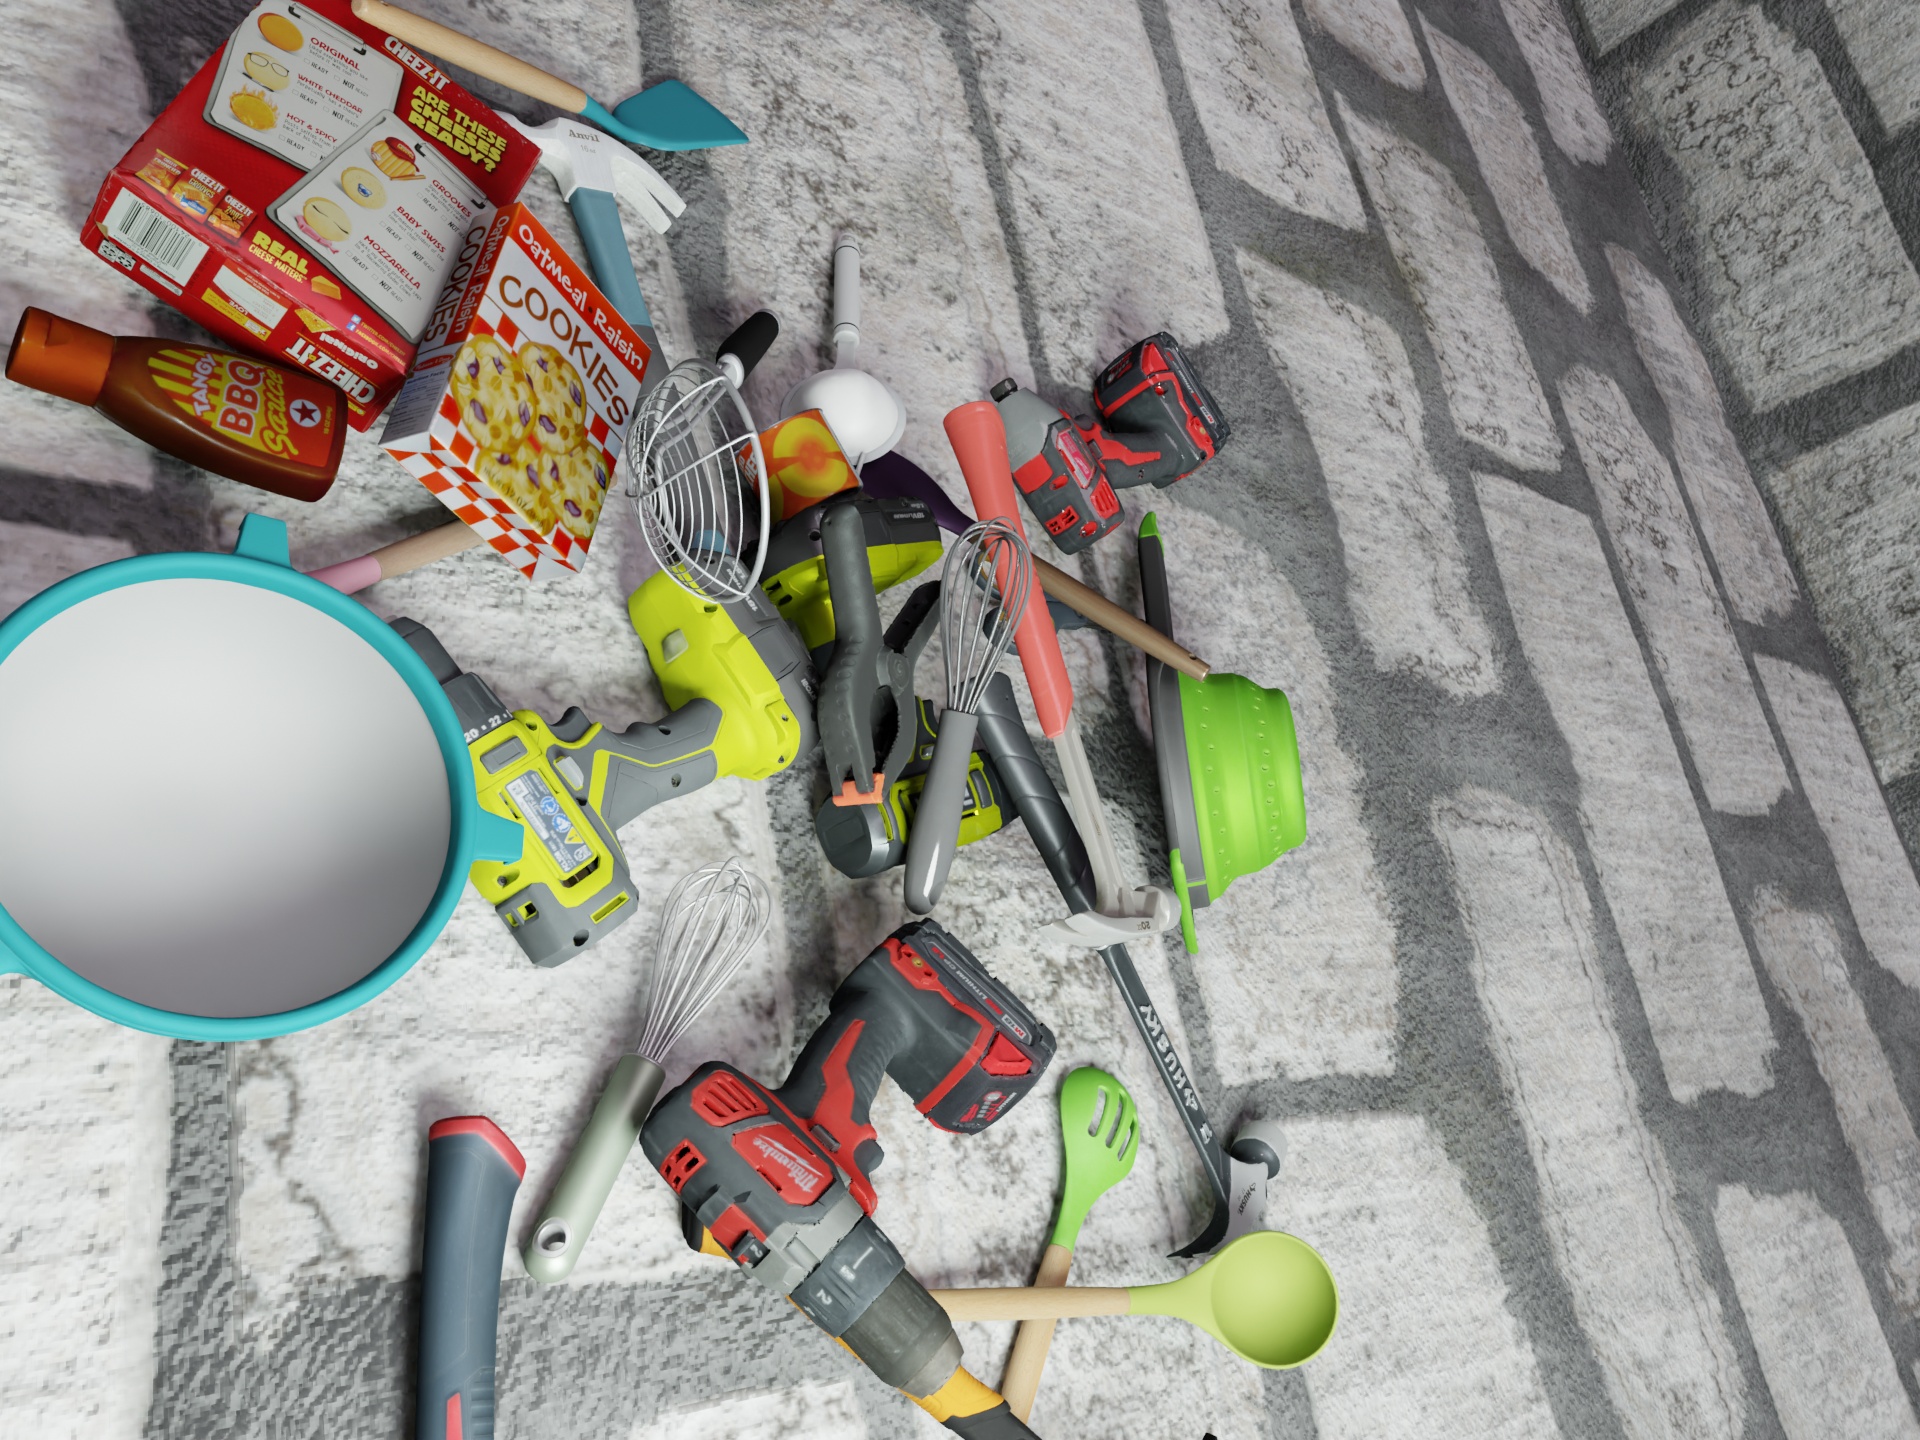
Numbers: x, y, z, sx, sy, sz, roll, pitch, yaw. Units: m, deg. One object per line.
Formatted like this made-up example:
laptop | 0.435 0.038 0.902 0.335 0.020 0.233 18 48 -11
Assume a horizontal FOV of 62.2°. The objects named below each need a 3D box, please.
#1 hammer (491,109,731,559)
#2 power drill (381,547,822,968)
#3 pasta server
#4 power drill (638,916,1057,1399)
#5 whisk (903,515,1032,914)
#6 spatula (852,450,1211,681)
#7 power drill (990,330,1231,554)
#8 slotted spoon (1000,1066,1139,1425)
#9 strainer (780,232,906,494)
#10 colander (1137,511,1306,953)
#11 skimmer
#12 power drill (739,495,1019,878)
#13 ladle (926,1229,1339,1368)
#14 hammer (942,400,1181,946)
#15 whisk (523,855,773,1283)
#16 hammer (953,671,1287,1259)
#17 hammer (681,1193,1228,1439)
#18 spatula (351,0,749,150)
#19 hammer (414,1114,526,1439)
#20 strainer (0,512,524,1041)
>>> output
hammer | -0.204 -0.233 1.005 0.128 0.033 0.331 -7 73 -44
power drill | -0.193 -0.003 0.855 0.228 0.080 0.190 -38 97 -45
pasta server | -0.294 -0.085 0.843 0.060 0.040 0.316 57 38 -3
power drill | -0.036 0.220 0.825 0.188 0.080 0.227 43 33 9
whisk | -0.001 -0.003 0.932 0.055 0.055 0.239 12 89 -39
spatula | 0.032 -0.114 1.074 0.316 0.018 0.060 33 43 13
power drill | 0.114 -0.231 1.279 0.220 0.078 0.143 -35 93 -45
slotted spoon | 0.053 0.336 0.935 0.070 0.031 0.314 42 46 -19
strainer | -0.082 -0.268 1.128 0.087 0.050 0.259 1 52 -4
colander | 0.188 -0.022 1.159 0.204 0.094 0.398 73 13 -45
skimmer | -0.122 -0.185 0.944 0.090 0.127 0.363 7 29 2
power drill | -0.040 -0.024 1.015 0.171 0.080 0.223 -14 81 -46
ladle | 0.077 0.330 0.901 0.320 0.062 0.078 9 70 -26
hammer | 0.047 -0.036 0.988 0.149 0.036 0.359 11 59 -59
whisk | -0.159 0.171 0.815 0.058 0.059 0.246 16 52 8
hammer | 0.096 0.153 1.014 0.409 0.036 0.149 63 34 -9
hammer | -0.006 0.340 0.832 0.336 0.034 0.127 42 68 -8
spatula | -0.255 -0.409 1.005 0.082 0.044 0.317 43 21 16
hammer | -0.223 0.358 0.649 0.143 0.038 0.387 13 59 -37
strainer | -0.360 0.073 0.642 0.211 0.095 0.340 54 47 -8
